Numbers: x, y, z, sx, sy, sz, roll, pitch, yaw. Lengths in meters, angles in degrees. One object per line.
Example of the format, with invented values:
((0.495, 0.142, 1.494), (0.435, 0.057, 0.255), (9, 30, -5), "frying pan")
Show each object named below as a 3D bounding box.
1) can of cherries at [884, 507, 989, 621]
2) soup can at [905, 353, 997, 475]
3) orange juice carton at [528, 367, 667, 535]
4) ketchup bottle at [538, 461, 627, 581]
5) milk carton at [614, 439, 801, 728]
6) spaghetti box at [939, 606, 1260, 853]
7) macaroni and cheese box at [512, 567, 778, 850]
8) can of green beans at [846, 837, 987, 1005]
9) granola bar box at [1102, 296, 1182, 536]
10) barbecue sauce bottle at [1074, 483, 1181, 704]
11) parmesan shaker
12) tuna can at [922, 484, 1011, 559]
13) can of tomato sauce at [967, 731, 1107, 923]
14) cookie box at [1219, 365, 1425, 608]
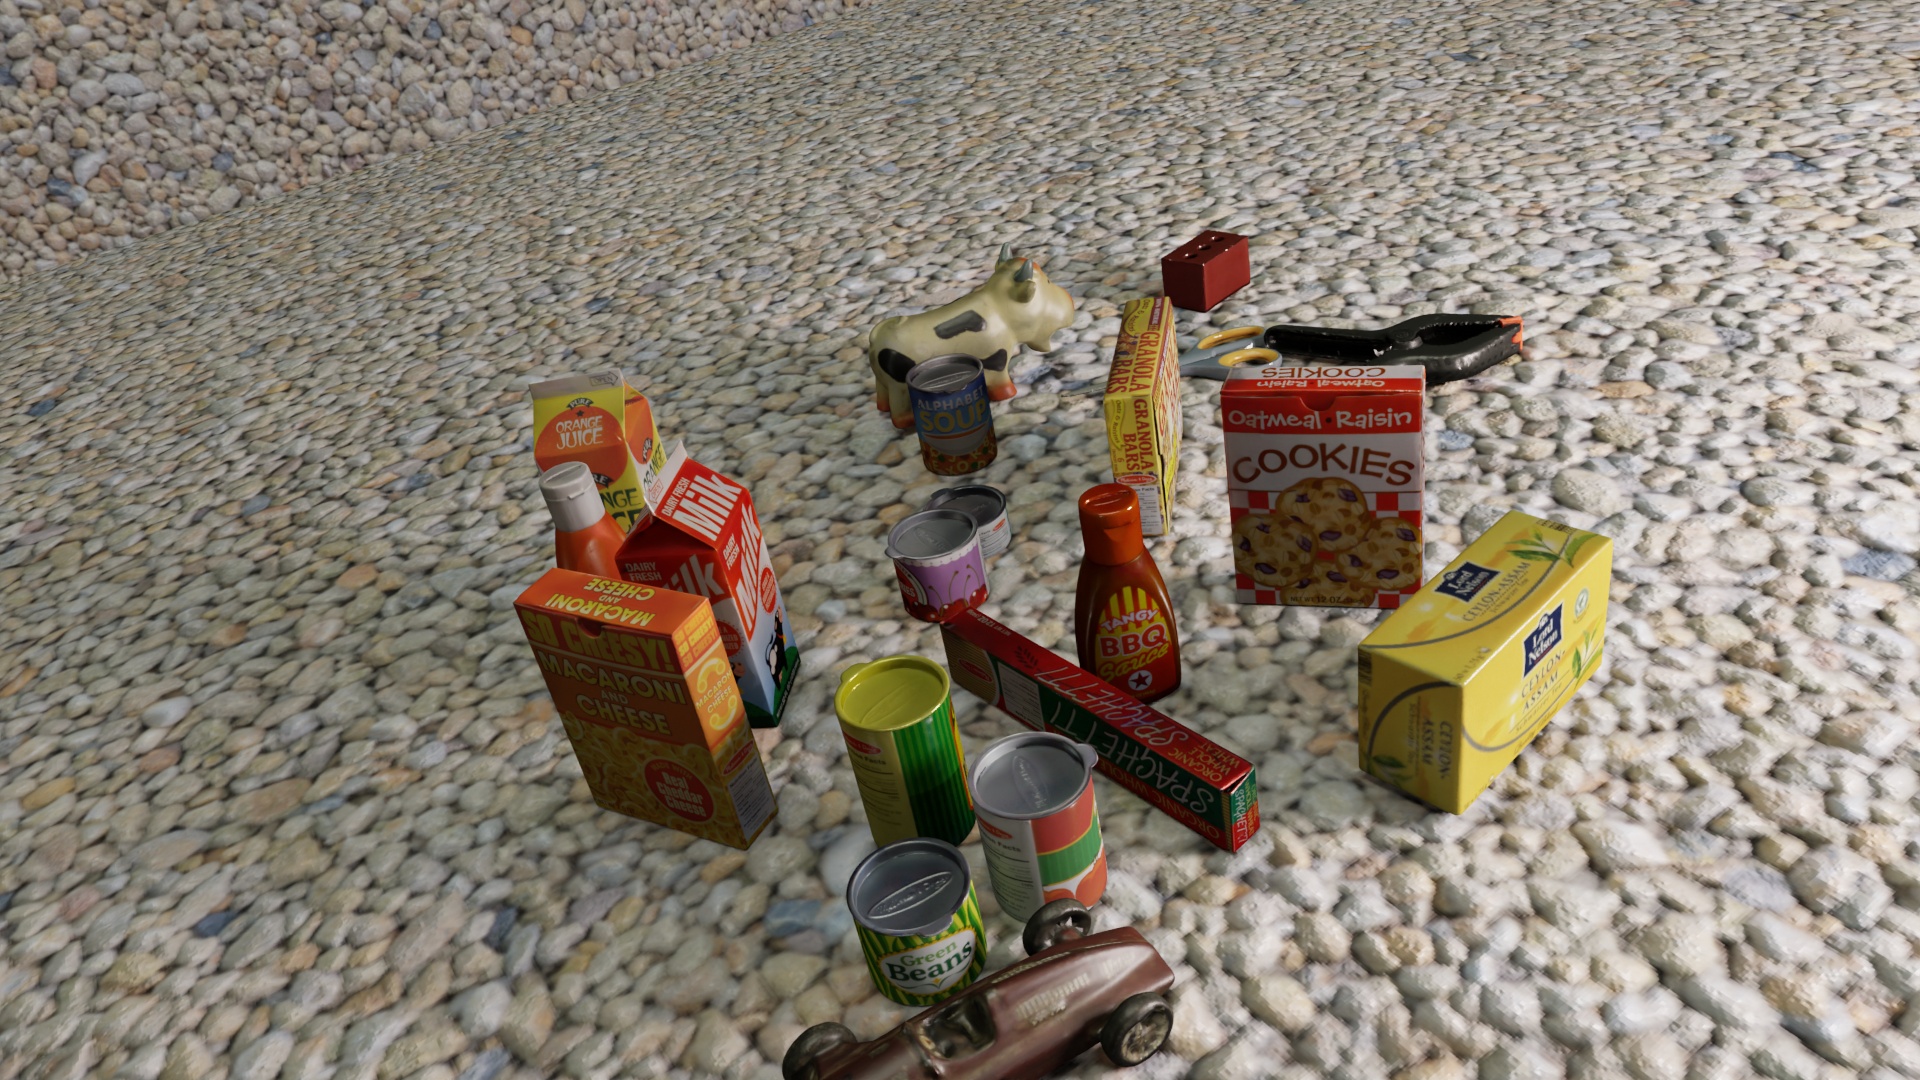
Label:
((-0.018, 0.018, 1.013), (0.071, 0.058, 0.072), (-8, 33, 5), "can of cherries")
((-0.006, -0.105, 1.175), (0.071, 0.083, 0.072), (-8, 33, 5), "soup can")
((-0.264, -0.040, 1.056), (0.072, 0.191, 0.073), (-8, 33, 6), "orange juice carton")
((-0.265, 0.014, 1.013), (0.065, 0.148, 0.043), (-28, 36, -24), "ketchup bottle")
((-0.169, 0.032, 0.918), (0.073, 0.189, 0.073), (-4, 33, 13), "milk carton")
((0.078, 0.109, 0.851), (0.029, 0.050, 0.250), (-32, 38, -28), "spaghetti box")
((-0.188, 0.102, 0.837), (0.124, 0.165, 0.040), (8, 37, 28), "macaroni and cheese box")
((-0.022, 0.201, 0.734), (0.071, 0.057, 0.071), (-8, 33, 5), "can of green beans")
((0.145, -0.098, 1.080), (0.039, 0.123, 0.166), (-2, 34, 15), "granola bar box")
((0.100, 0.035, 0.867), (0.065, 0.147, 0.044), (-14, 32, -4), "barbecue sauce bottle")
((-0.032, 0.126, 0.811), (0.071, 0.102, 0.072), (-8, 33, 5), "parmesan shaker")
((0.004, -0.014, 1.079), (0.071, 0.032, 0.071), (-8, 33, 5), "tuna can")
((0.045, 0.156, 0.758), (0.071, 0.082, 0.071), (-8, 33, 5), "can of tomato sauce")
((0.239, -0.033, 0.910), (0.123, 0.166, 0.040), (1, 35, 19), "cookie box")
